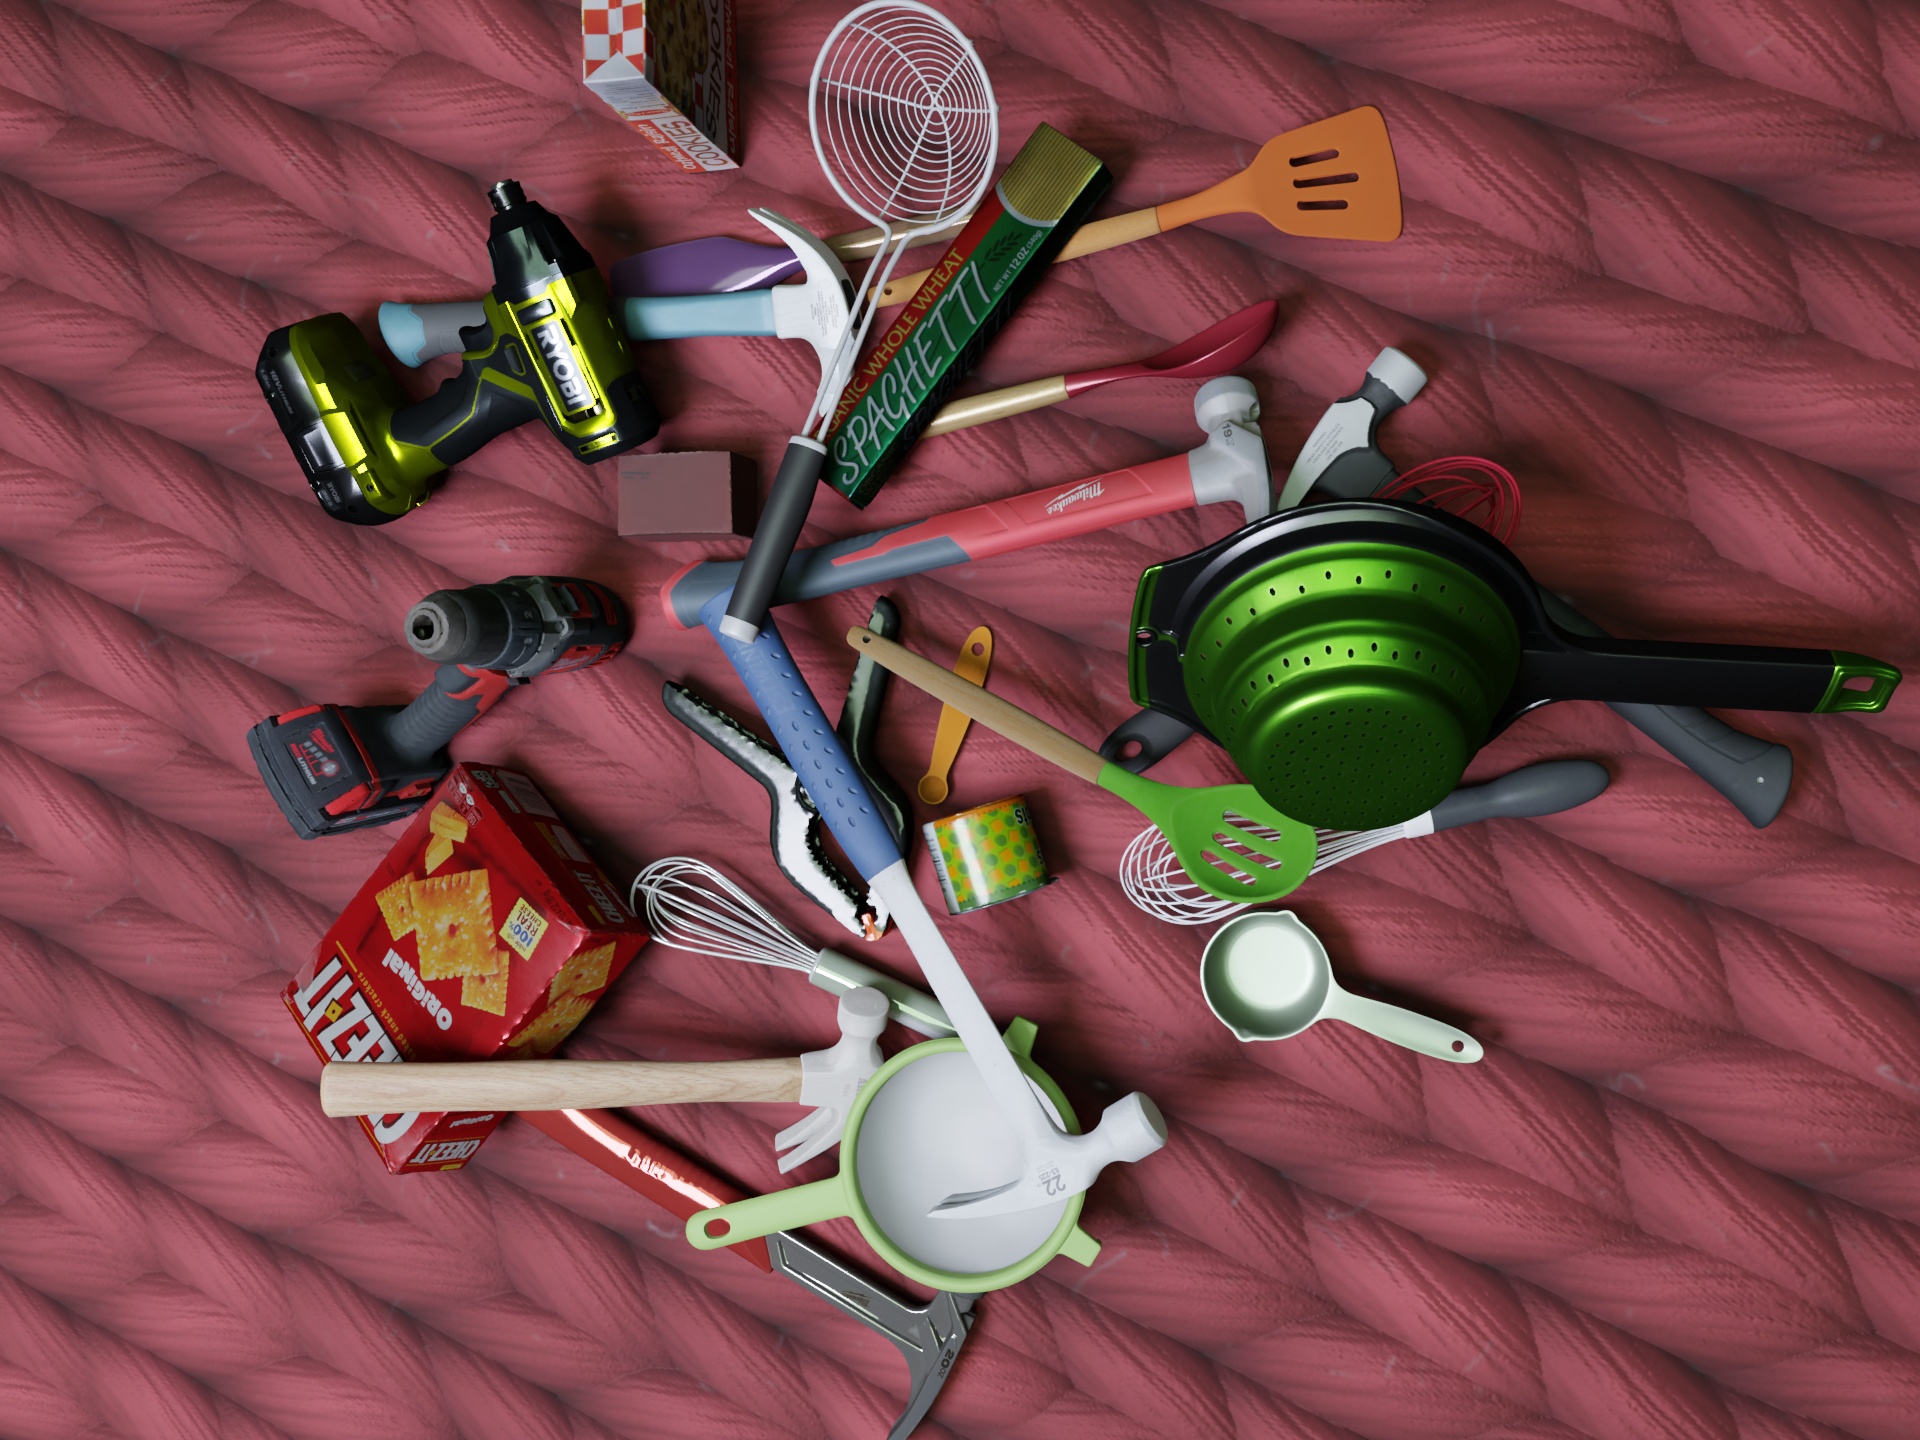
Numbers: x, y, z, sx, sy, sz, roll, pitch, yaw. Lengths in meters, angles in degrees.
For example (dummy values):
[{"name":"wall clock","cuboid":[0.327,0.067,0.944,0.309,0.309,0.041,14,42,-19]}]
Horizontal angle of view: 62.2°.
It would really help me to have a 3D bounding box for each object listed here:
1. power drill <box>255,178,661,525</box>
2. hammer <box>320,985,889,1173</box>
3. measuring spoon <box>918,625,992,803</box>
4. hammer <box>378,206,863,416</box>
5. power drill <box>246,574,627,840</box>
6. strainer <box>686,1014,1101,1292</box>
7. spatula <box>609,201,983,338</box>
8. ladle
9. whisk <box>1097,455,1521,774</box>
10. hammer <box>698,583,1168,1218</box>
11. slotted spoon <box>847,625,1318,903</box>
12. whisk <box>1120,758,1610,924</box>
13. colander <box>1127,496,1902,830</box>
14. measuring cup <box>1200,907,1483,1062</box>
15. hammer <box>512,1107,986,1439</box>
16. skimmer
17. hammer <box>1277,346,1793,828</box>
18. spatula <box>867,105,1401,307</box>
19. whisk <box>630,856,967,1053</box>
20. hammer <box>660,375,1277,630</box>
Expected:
[{"name":"power drill","cuboid":[-0.319,-0.224,1.002,0.223,0.080,0.171,-16,108,19]},{"name":"hammer","cuboid":[-0.212,0.223,0.968,0.331,0.031,0.130,1,121,-12]},{"name":"measuring spoon","cuboid":[-0.002,-0.003,1.001,0.021,0.011,0.117,18,93,13]},{"name":"hammer","cuboid":[-0.223,-0.255,1.020,0.331,0.033,0.128,1,108,16]},{"name":"power drill","cuboid":[-0.333,-0.016,0.988,0.226,0.188,0.080,-33,84,16]},{"name":"strainer","cuboid":[-0.043,0.281,0.986,0.256,0.069,0.151,-17,85,11]},{"name":"spatula","cuboid":[-0.074,-0.294,0.999,0.316,0.018,0.060,-9,97,14]},{"name":"ladle","cuboid":[0.040,-0.197,0.965,0.315,0.069,0.031,-11,114,18]},{"name":"whisk","cuboid":[0.187,-0.048,0.901,0.296,0.073,0.073,-38,84,31]},{"name":"hammer","cuboid":[-0.044,0.101,0.934,0.144,0.035,0.405,-33,81,15]},{"name":"slotted spoon","cuboid":[0.063,0.017,0.929,0.314,0.031,0.070,29,76,20]},{"name":"whisk","cuboid":[0.232,0.062,0.926,0.284,0.070,0.070,-14,89,9]},{"name":"colander","cuboid":[0.285,-0.004,0.823,0.397,0.095,0.204,4,137,5]},{"name":"measuring cup","cuboid":[0.224,0.164,0.941,0.167,0.038,0.083,19,97,10]},{"name":"hammer","cuboid":[-0.162,0.327,1.037,0.359,0.036,0.149,28,98,10]},{"name":"skimmer","cuboid":[-0.078,-0.223,0.911,0.127,0.090,0.363,19,87,23]},{"name":"hammer","cuboid":[0.327,-0.055,0.908,0.335,0.035,0.146,40,100,8]},{"name":"spatula","cuboid":[0.098,-0.293,0.959,0.322,0.041,0.081,-10,89,17]},{"name":"whisk","cuboid":[-0.098,0.153,1.011,0.246,0.057,0.059,24,67,7]},{"name":"hammer","cuboid":[-0.004,-0.097,0.957,0.386,0.038,0.143,-12,57,17]}]
